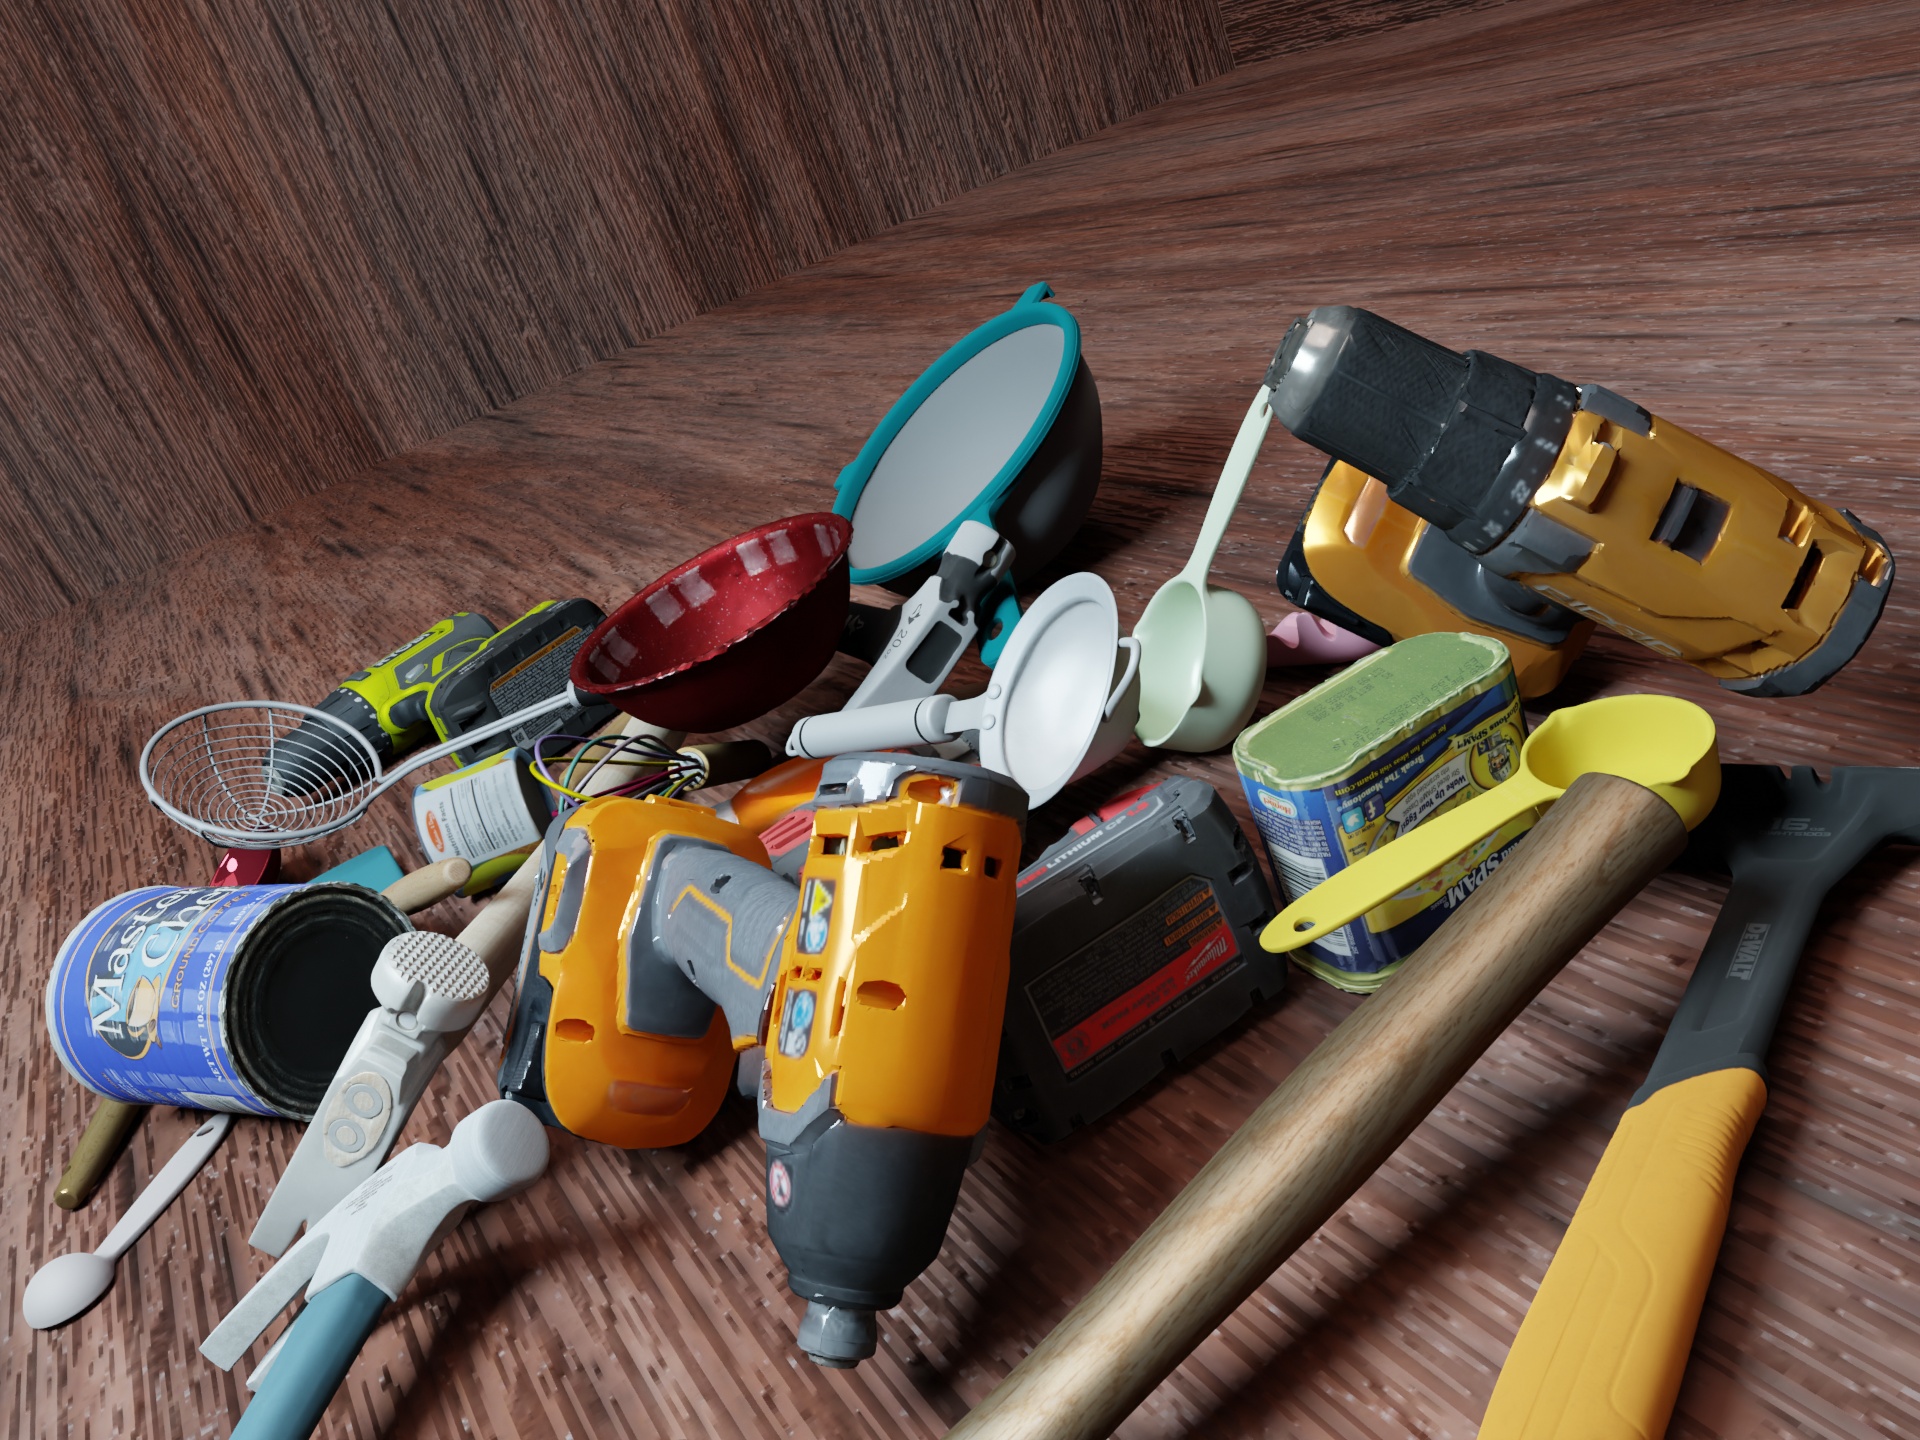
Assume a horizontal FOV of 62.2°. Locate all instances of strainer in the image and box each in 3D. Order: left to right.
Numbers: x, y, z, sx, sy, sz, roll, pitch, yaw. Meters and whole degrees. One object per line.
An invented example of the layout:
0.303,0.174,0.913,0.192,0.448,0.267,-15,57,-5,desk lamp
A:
-0.001,-0.002,0.611,0.258,0.050,0.087,-8,65,54,strainer
0.028,-0.110,0.934,0.211,0.095,0.341,-41,32,20,strainer

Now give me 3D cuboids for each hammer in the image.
-0.214,0.247,0.414,0.128,0.033,0.331,-34,21,29,hammer
-0.199,0.082,0.744,0.146,0.038,0.411,-59,6,18,hammer
-0.094,-0.057,0.920,0.146,0.035,0.335,-58,30,-7,hammer
0.072,0.124,0.395,0.331,0.031,0.130,-39,40,-18,hammer
0.184,0.112,0.392,0.127,0.034,0.337,0,31,42,hammer

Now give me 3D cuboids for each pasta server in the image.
0.079,-0.030,0.785,0.316,0.040,0.060,-10,12,29,pasta server

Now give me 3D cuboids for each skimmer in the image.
-0.284,-0.016,0.901,0.363,0.090,0.127,-21,33,11,skimmer

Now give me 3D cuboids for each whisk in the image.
-0.133,0.027,0.747,0.047,0.051,0.245,-7,0,12,whisk

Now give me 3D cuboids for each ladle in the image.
-0.414,0.146,0.844,0.069,0.031,0.316,-44,23,13,ladle

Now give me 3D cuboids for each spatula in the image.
-0.289,0.082,0.792,0.082,0.044,0.317,-32,6,-30,spatula

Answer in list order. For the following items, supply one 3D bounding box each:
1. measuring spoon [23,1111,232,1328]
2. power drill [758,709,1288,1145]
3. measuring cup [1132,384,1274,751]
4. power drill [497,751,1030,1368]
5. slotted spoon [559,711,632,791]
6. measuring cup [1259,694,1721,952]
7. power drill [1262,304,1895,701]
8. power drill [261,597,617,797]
-0.352,0.205,0.677,0.034,0.018,0.124,-14,24,19,measuring spoon
0.029,0.049,0.611,0.188,0.080,0.227,-31,22,-16,power drill
0.119,-0.064,0.690,0.038,0.167,0.083,13,17,-18,measuring cup
-0.069,0.098,0.505,0.084,0.164,0.226,16,-14,-34,power drill
-0.163,-0.047,1.047,0.070,0.031,0.314,-5,30,34,slotted spoon
0.164,0.041,0.493,0.156,0.029,0.062,-28,24,-5,measuring cup
0.175,-0.070,0.551,0.226,0.185,0.084,-137,73,-88,power drill
-0.347,-0.011,1.068,0.228,0.080,0.190,-3,30,43,power drill
